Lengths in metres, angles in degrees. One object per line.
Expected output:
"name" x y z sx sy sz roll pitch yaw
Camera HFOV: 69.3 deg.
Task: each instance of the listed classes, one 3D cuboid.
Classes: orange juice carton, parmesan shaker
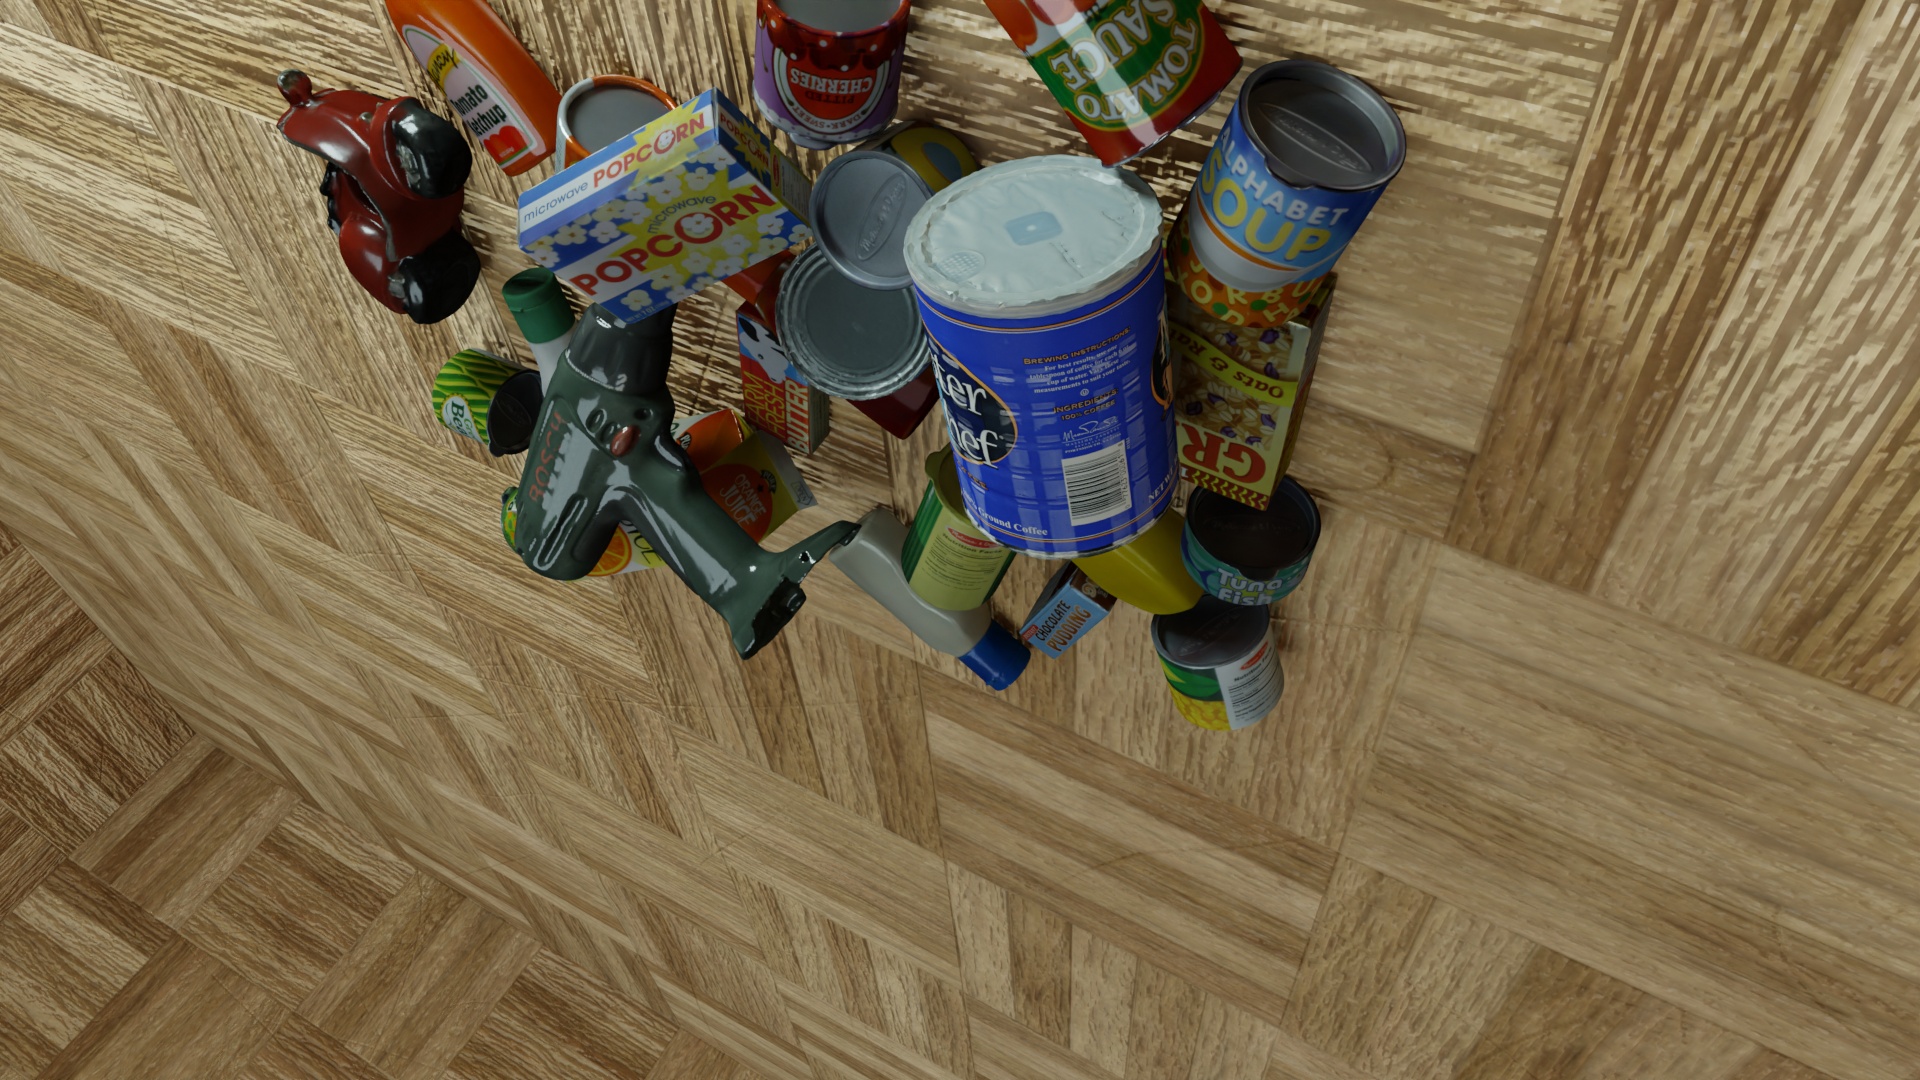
"orange juice carton" -0.197 -0.033 0.943 0.192 0.073 0.071 -10 130 19
"parmesan shaker" 0.003 -0.010 0.822 0.071 0.071 0.102 33 149 4

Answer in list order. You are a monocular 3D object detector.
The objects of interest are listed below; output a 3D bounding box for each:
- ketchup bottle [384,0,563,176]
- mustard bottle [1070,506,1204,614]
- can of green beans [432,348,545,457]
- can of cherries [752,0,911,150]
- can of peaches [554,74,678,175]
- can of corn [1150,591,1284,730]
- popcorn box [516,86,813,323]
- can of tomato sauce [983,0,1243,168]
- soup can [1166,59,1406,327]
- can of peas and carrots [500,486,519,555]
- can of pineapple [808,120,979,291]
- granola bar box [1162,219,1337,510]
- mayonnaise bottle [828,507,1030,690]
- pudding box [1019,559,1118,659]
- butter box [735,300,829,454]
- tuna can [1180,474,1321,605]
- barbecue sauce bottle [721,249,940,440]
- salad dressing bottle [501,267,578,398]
"ketchup bottle" -0.275 -0.274 0.762 0.064 0.044 0.148 -6 129 47
"mustard bottle" 0.068 -0.020 0.743 0.160 0.049 0.065 40 157 -27
"can of green beans" -0.347 -0.104 1.031 0.058 0.071 0.071 21 145 22
"can of cherries" -0.056 -0.215 0.606 0.071 0.072 0.058 30 147 9
"can of peaches" -0.180 -0.205 0.744 0.071 0.071 0.057 34 148 3
"can of corn" 0.145 0.064 0.788 0.071 0.071 0.058 11 141 34
"popcorn box" -0.150 -0.167 0.710 0.126 0.038 0.085 -21 150 21
"can of tomato sauce" 0.057 -0.195 0.527 0.083 0.071 0.071 49 146 -19
"soup can" 0.123 -0.132 0.544 0.071 0.072 0.083 32 148 6
"can of peas and carrots" -0.331 -0.019 1.127 0.058 0.071 0.070 -7 129 46
"can of pineapple" -0.028 -0.156 0.651 0.071 0.058 0.070 12 124 18
"granola bar box" 0.084 -0.095 0.661 0.166 0.039 0.123 24 145 18
"mayonnaise bottle" -0.018 0.042 0.936 0.148 0.041 0.064 41 149 -11
"pudding box" 0.070 0.033 0.831 0.030 0.050 0.083 35 148 -2
"butter box" -0.107 -0.101 0.848 0.053 0.024 0.103 28 147 14
"tuna can" 0.145 0.000 0.697 0.071 0.071 0.032 25 148 17
"barbecue sauce bottle" -0.073 -0.122 0.770 0.148 0.044 0.064 37 136 0
"salad dressing bottle" -0.268 -0.118 0.960 0.064 0.044 0.147 10 139 28
